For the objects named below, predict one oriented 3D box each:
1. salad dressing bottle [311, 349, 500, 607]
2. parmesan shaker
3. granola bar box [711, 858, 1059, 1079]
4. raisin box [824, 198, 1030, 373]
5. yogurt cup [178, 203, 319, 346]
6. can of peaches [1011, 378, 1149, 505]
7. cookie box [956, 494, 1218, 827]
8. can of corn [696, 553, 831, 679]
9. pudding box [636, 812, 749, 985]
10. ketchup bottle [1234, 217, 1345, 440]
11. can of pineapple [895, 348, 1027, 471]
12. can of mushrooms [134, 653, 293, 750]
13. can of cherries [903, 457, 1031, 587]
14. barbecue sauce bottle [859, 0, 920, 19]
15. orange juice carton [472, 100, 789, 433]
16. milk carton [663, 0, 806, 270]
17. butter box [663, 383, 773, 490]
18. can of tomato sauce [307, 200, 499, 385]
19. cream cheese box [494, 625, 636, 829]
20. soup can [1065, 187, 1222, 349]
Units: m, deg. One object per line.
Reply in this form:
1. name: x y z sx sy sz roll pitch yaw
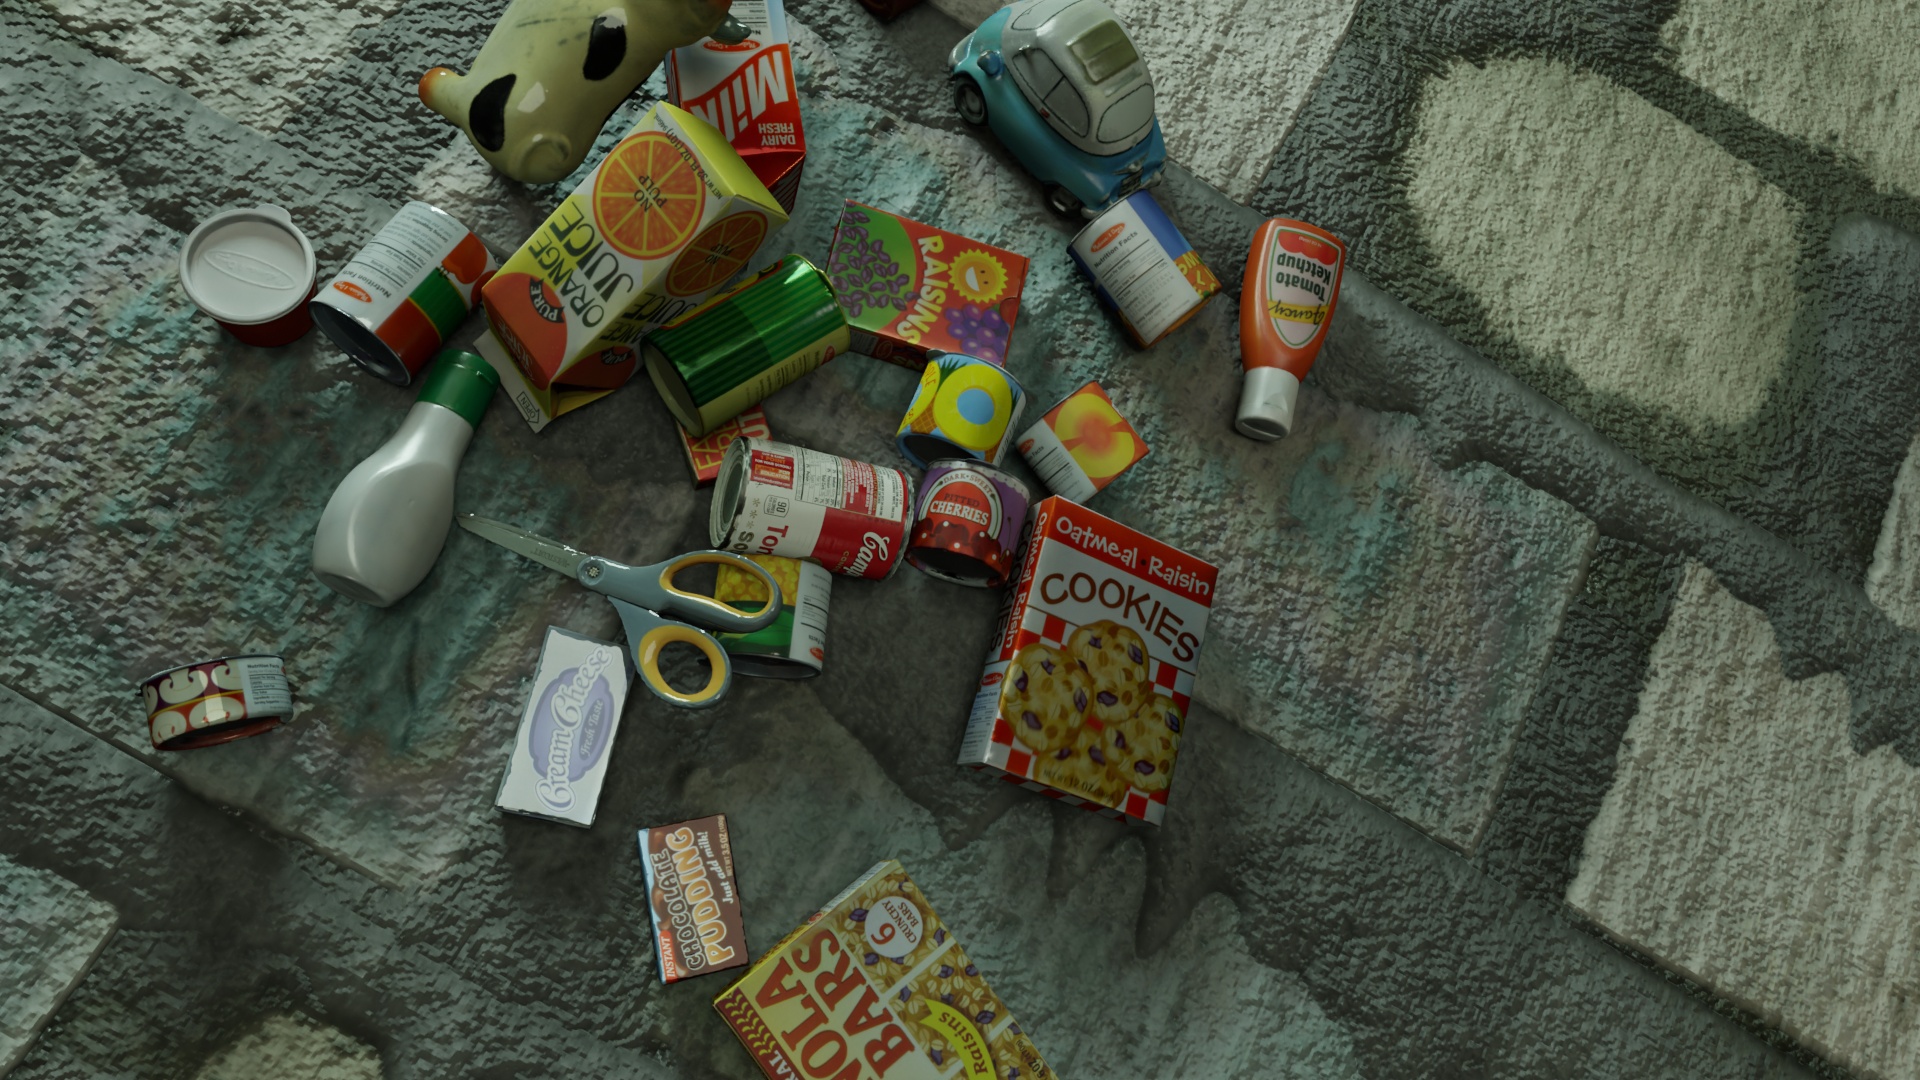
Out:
1. salad dressing bottle: -0.302 -0.037 0.770 0.044 0.064 0.148 1 59 33
2. parmesan shaker: -0.124 -0.114 0.799 0.103 0.071 0.071 -34 85 -22
3. granola bar box: -0.037 0.278 0.757 0.124 0.039 0.165 -36 86 -20
4. raisin box: -0.026 -0.155 0.880 0.123 0.040 0.086 16 71 -10
5. yogurt cup: -0.392 -0.143 0.775 0.072 0.053 0.072 4 74 -13
6. can of peaches: 0.077 -0.059 0.865 0.071 0.071 0.058 -36 87 -20
7. cookie box: 0.079 0.072 0.832 0.123 0.040 0.168 23 70 -20
8. can of corn: -0.111 0.044 0.790 0.071 0.071 0.058 9 73 -12
9. pudding box: -0.146 0.194 0.757 0.050 0.030 0.084 -8 77 -15
10. ketchup bottle: 0.216 -0.141 0.935 0.065 0.043 0.149 18 72 -9
11. can of pineapple: -0.001 -0.074 0.849 0.071 0.070 0.058 25 71 -7
12. can of mushrooms: -0.381 0.083 0.710 0.071 0.071 0.033 -14 80 -17
13. can of cherries: 0.003 -0.010 0.830 0.071 0.071 0.058 19 72 -9
14. barbecue sauce bottle: -0.015 -0.421 0.954 0.149 0.043 0.065 -42 87 -21
15. orange juice carton: -0.197 -0.149 0.789 0.192 0.073 0.072 -41 81 15
16. milk carton: -0.142 -0.270 0.865 0.073 0.072 0.191 -6 76 -15
17. butter box: -0.150 -0.085 0.837 0.053 0.024 0.103 -18 80 -17
18. can of tomato sauce: -0.313 -0.139 0.788 0.071 0.071 0.083 34 66 -3
19. cream cheese box: -0.216 0.104 0.768 0.053 0.024 0.104 15 72 -9
20. soup can: 0.121 -0.178 0.911 0.071 0.071 0.084 -36 87 -20
